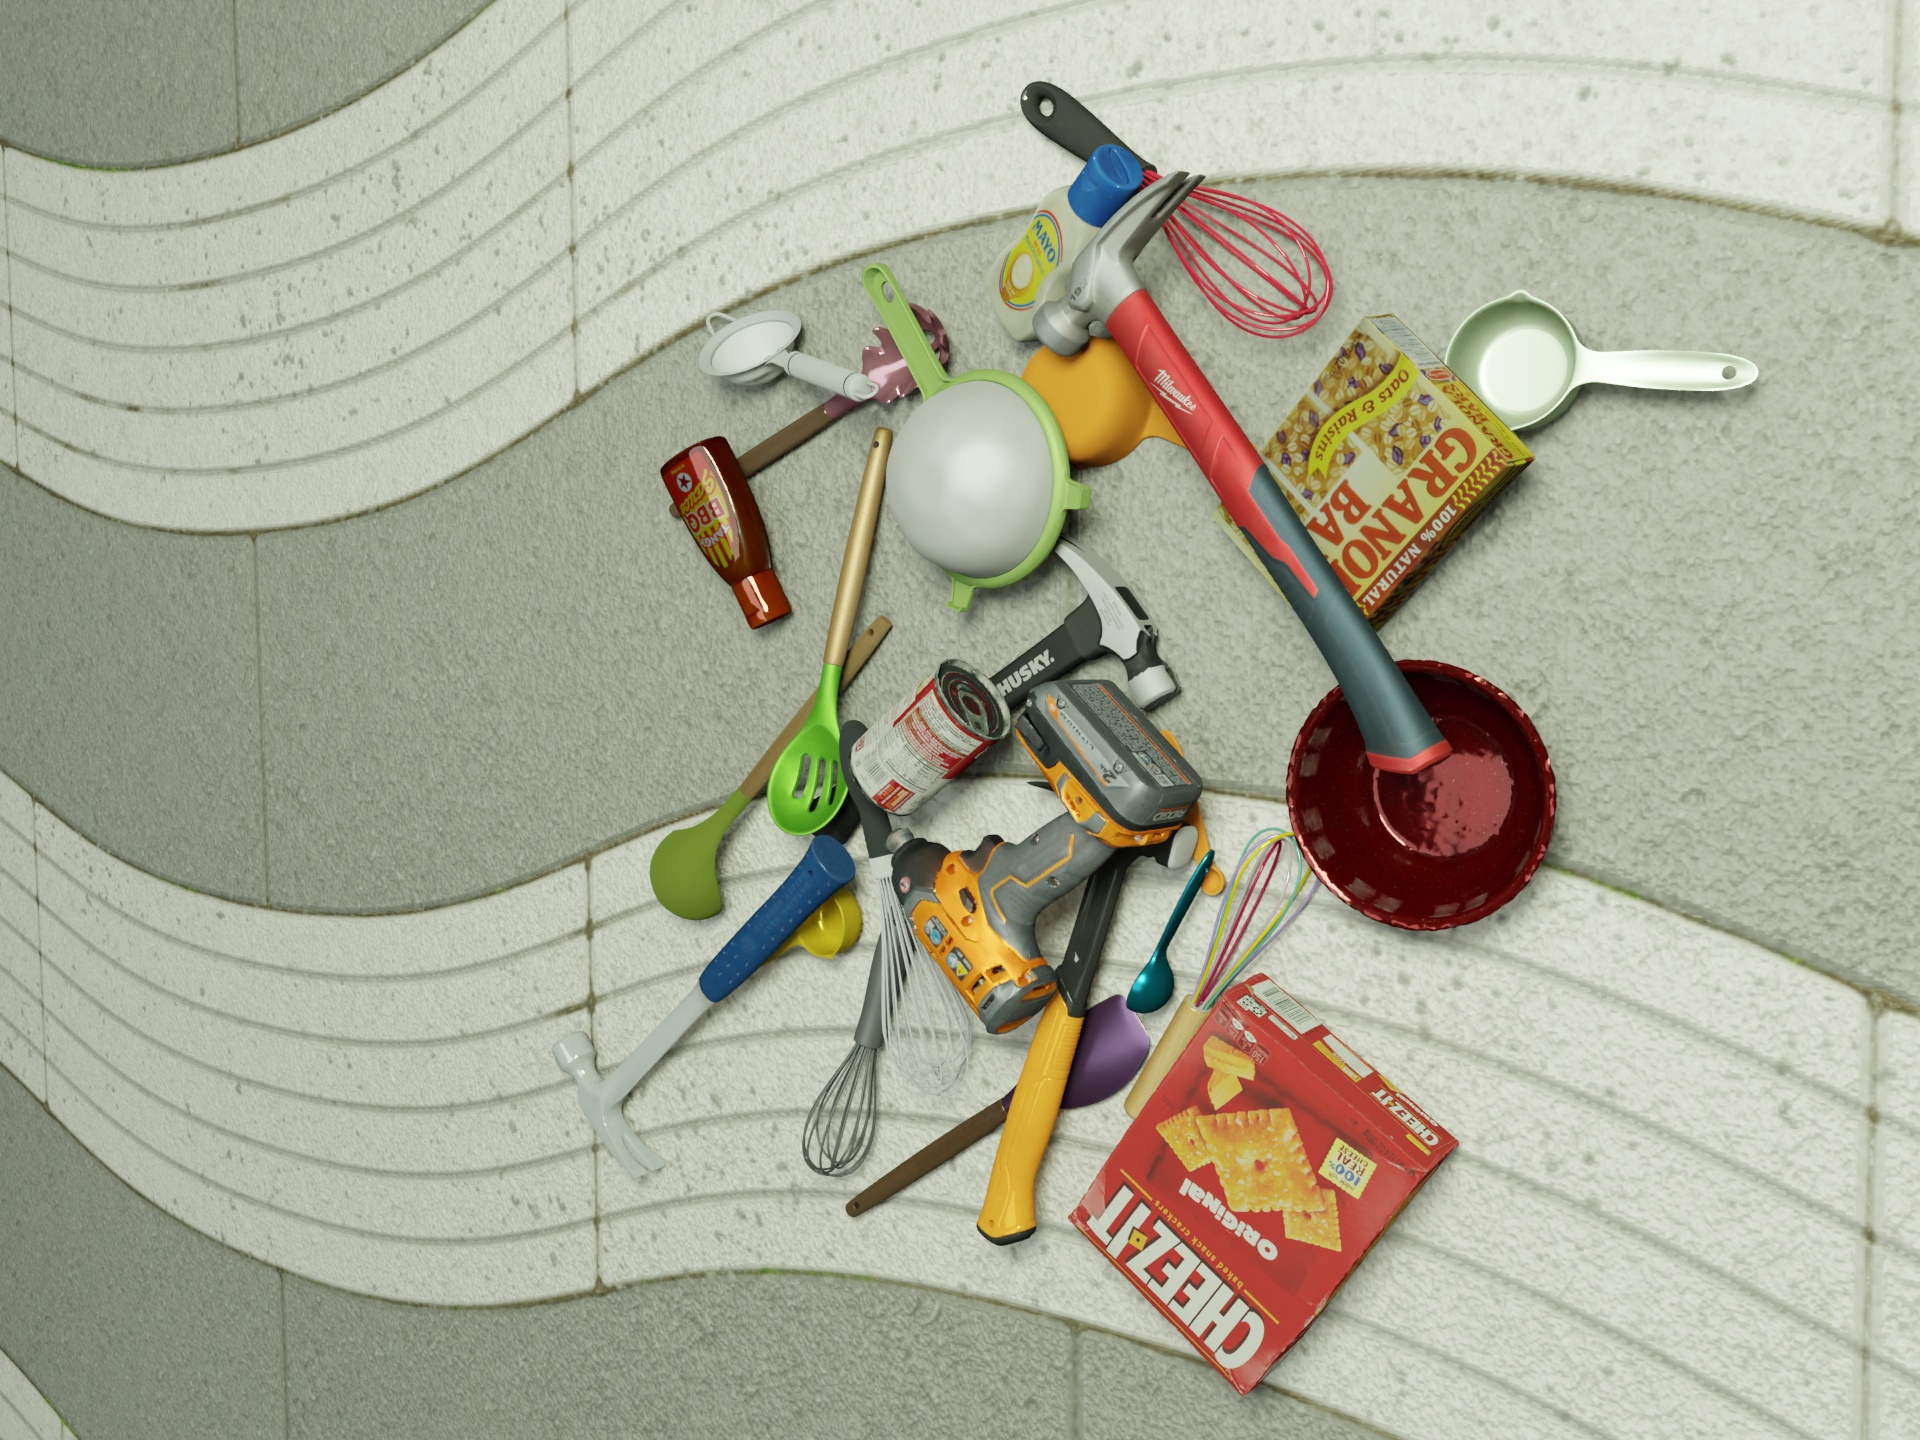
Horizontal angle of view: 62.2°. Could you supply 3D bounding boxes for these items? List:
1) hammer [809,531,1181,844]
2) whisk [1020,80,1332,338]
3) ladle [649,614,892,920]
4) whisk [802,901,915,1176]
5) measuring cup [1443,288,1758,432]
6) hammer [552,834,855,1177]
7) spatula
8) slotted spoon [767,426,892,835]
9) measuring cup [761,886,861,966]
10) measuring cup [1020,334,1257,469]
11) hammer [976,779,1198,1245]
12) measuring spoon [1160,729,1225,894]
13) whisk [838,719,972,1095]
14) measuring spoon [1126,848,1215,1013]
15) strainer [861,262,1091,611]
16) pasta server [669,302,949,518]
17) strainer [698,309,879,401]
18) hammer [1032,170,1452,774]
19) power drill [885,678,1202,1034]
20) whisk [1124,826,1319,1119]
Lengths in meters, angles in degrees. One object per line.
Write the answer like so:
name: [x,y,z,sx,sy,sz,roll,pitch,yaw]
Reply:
hammer: [-0.002,-0.004,1.165,0.334,0.035,0.146,-35,75,31]
whisk: [0.132,-0.343,1.039,0.296,0.073,0.073,48,118,29]
ladle: [-0.148,0.039,1.272,0.320,0.062,0.078,-50,65,19]
whisk: [-0.074,0.245,1.226,0.055,0.055,0.239,22,101,31]
measuring cup: [0.362,-0.198,0.901,0.168,0.038,0.083,11,99,32]
hammer: [-0.207,0.230,1.299,0.405,0.035,0.144,-46,68,34]
spatula: [0.020,0.300,1.180,0.316,0.018,0.060,-40,70,29]
slotted spoon: [-0.089,-0.067,1.203,0.070,0.031,0.314,12,91,27]
measuring cup: [-0.134,0.174,1.277,0.156,0.029,0.062,-31,76,41]
measuring cup: [0.113,-0.203,1.060,0.174,0.052,0.095,26,107,32]
hammer: [0.064,0.209,1.117,0.127,0.034,0.337,22,102,36]
measuring spoon: [0.157,0.061,1.077,0.021,0.011,0.117,-27,74,42]
whisk: [-0.048,0.138,1.170,0.070,0.070,0.284,-15,89,34]
measuring spoon: [0.148,0.145,1.065,0.021,0.042,0.128,32,110,26]
strainer: [-0.025,-0.209,1.095,0.151,0.069,0.256,-38,73,41]
pasta server: [-0.124,-0.228,1.232,0.316,0.040,0.060,-25,84,34]
strainer: [-0.126,-0.265,1.189,0.259,0.087,0.050,33,156,52]
hammer: [0.185,-0.143,0.950,0.143,0.038,0.386,-43,70,39]
power drill: [0.040,0.079,1.068,0.164,0.084,0.226,50,120,27]
whisk: [0.165,0.171,1.058,0.051,0.047,0.245,38,116,27]
